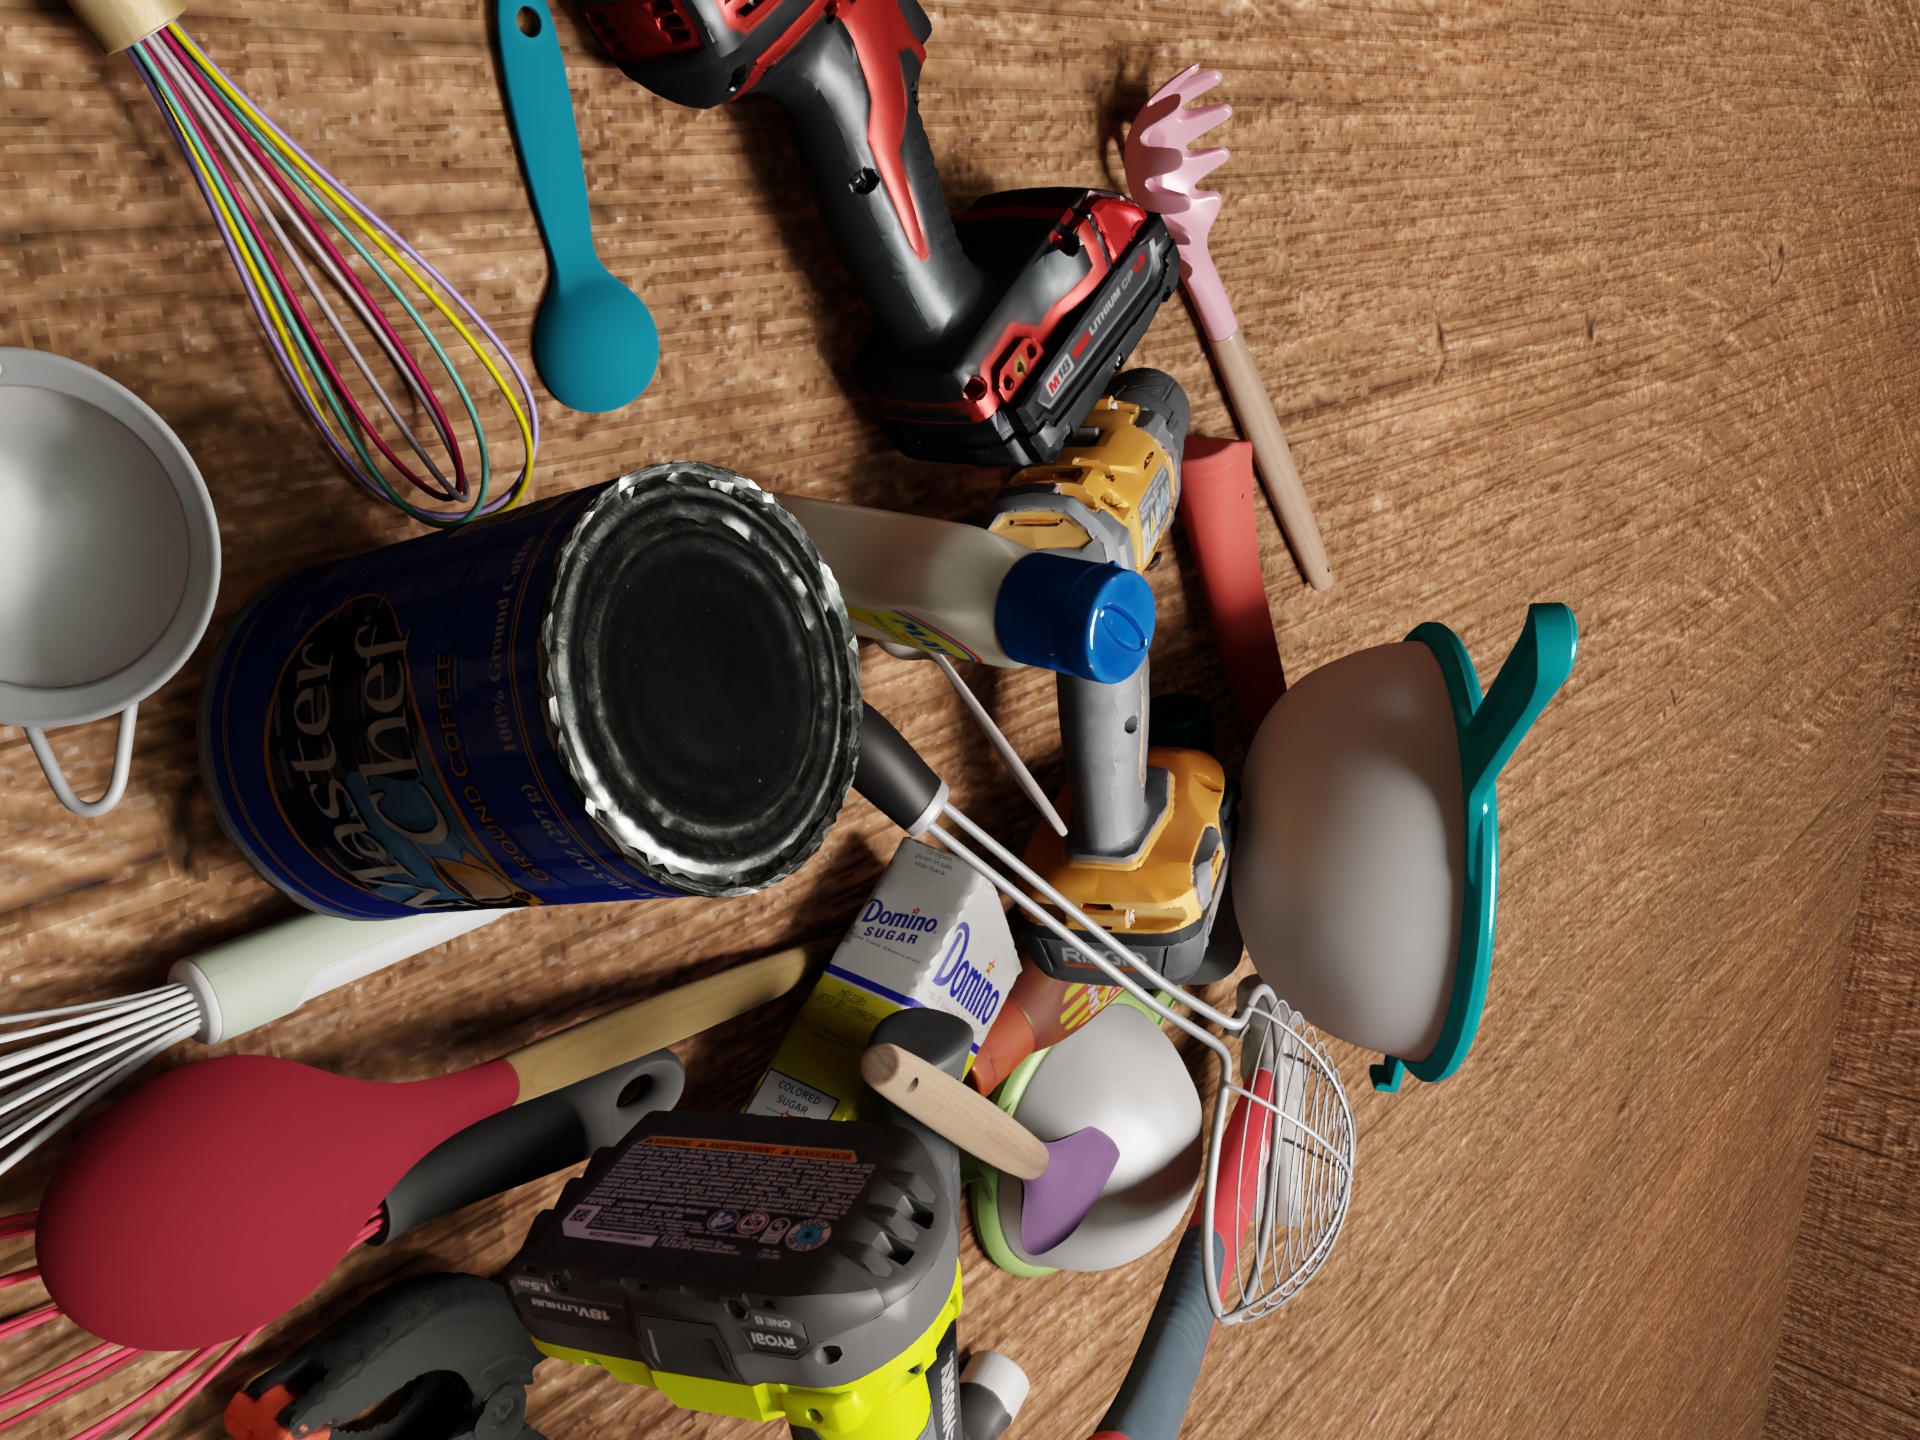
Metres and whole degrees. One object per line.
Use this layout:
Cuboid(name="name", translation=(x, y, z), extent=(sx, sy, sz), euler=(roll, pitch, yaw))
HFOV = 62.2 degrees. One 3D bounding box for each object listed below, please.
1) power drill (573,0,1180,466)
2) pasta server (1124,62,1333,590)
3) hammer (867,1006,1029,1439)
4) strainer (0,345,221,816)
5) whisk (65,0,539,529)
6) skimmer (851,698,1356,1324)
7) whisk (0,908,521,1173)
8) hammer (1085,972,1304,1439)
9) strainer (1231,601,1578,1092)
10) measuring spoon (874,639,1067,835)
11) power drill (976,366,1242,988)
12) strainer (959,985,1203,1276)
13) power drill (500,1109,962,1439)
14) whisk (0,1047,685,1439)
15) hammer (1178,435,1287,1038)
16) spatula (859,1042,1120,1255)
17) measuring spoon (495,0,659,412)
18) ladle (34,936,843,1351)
Cuboid(name="power drill", translation=(-0.008, -0.218, 0.535), extent=(0.188, 0.080, 0.226), euler=(-57, 135, -21))
Cuboid(name="pasta server", translation=(0.139, -0.165, 0.755), extent=(0.315, 0.040, 0.060), euler=(55, 50, -45))
Cuboid(name="hammer", translation=(-0.016, 0.238, 0.631), extent=(0.146, 0.035, 0.334), euler=(-49, 148, -43))
Cuboid(name="strainer", translation=(-0.223, -0.105, 0.342), extent=(0.087, 0.050, 0.258), euler=(-11, 111, -1))
Cuboid(name="whisk", translation=(-0.183, -0.142, 0.380), extent=(0.051, 0.047, 0.244), euler=(-60, 136, -35))
Cuboid(name="skimmer", translation=(0.016, 0.082, 0.582), extent=(0.363, 0.090, 0.127), euler=(41, 44, -13))
Cuboid(name="whisk", translation=(-0.207, 0.078, 0.416), extent=(0.246, 0.059, 0.057), euler=(-23, 160, -49))
Cuboid(name="hammer", translation=(0.109, 0.247, 0.697), extent=(0.386, 0.038, 0.143), euler=(-33, 124, -66))
Cuboid(name="strainer", translation=(0.171, 0.034, 0.681), extent=(0.340, 0.095, 0.211), euler=(81, 11, -67))
Cuboid(name="measuring spoon", translation=(-0.001, -0.002, 0.590), extent=(0.018, 0.124, 0.034), euler=(-38, 156, 3))
Cuboid(name="power drill", translation=(0.068, -0.027, 0.667), extent=(0.185, 0.084, 0.226), euler=(-59, 145, -54))
Cuboid(name="strainer", translation=(0.045, 0.207, 0.737), extent=(0.256, 0.069, 0.151), euler=(6, 97, -52))
Cuboid(name="power drill", translation=(-0.060, 0.243, 0.507), extent=(0.080, 0.190, 0.228), euler=(-46, 128, -57))
Cuboid(name="whisk", translation=(-0.187, 0.147, 0.456), extent=(0.295, 0.073, 0.073), euler=(-14, 112, -54))
Cuboid(name="hammer", translation=(0.156, 0.011, 0.833), extent=(0.149, 0.037, 0.358), euler=(-47, 134, -30))
Cuboid(name="spatula", translation=(0.018, 0.158, 0.580), extent=(0.060, 0.018, 0.315), euler=(-55, 154, -11))
Cuboid(name="measuring spoon", translation=(-0.113, -0.153, 0.470), extent=(0.042, 0.021, 0.128), euler=(-32, 126, -40))
Cuboid(name="ladle", translation=(-0.125, 0.107, 0.498), extent=(0.315, 0.031, 0.069), euler=(-11, 90, -60))
